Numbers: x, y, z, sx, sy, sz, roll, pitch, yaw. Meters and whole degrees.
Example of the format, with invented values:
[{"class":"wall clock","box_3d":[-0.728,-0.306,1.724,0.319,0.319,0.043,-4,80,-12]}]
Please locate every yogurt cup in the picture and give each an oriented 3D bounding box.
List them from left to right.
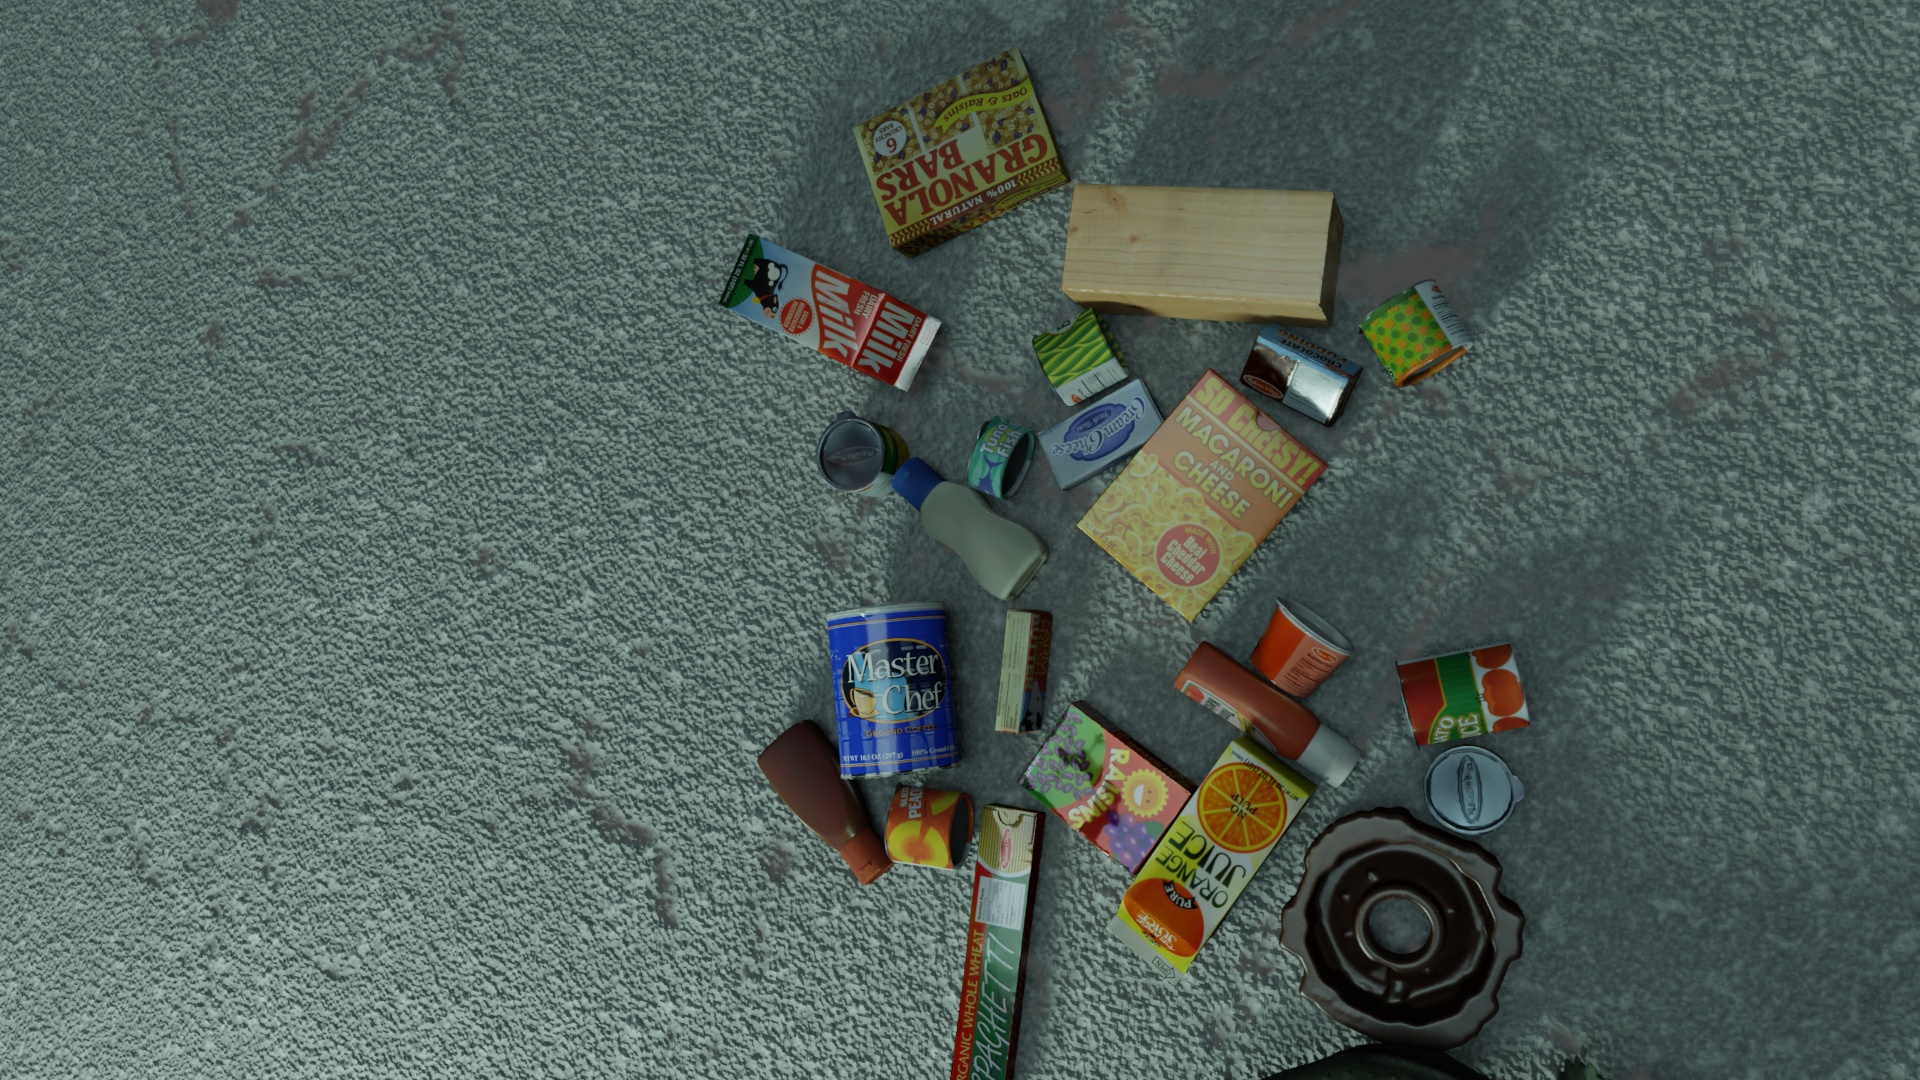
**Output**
[{"class":"yogurt cup","box_3d":[0.264,0.086,1.086,0.072,0.072,0.053,38,107,19]}]

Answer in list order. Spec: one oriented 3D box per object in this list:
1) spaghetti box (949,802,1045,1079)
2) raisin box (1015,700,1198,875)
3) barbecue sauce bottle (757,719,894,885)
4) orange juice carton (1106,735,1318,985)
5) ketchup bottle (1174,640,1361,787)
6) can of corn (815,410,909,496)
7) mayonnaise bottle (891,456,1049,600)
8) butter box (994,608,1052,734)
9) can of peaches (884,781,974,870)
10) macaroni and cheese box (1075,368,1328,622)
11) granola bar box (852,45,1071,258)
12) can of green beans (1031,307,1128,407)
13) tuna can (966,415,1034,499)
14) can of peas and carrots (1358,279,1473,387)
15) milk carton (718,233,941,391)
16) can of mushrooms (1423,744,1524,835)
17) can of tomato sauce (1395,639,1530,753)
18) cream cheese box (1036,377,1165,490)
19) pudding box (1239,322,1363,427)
[{"class":"spaghetti box","box_3d":[0.030,0.348,1.168,0.050,0.029,0.250,6,88,20]},{"class":"raisin box","box_3d":[0.121,0.202,1.142,0.123,0.040,0.086,36,97,20]},{"class":"barbecue sauce bottle","box_3d":[-0.114,0.233,1.223,0.064,0.044,0.149,-43,74,13]},{"class":"orange juice carton","box_3d":[0.194,0.252,1.092,0.072,0.073,0.192,36,98,19]},{"class":"ketchup bottle","box_3d":[0.242,0.137,1.093,0.149,0.064,0.043,33,79,11]},{"class":"can of corn","box_3d":[-0.086,-0.076,1.230,0.071,0.058,0.071,-2,85,20]},{"class":"mayonnaise bottle","box_3d":[0.004,-0.015,1.202,0.148,0.041,0.064,41,98,19]},{"class":"butter box","box_3d":[0.054,0.109,1.166,0.024,0.053,0.103,5,87,23]},{"class":"can of peaches","box_3d":[-0.025,0.241,1.176,0.058,0.071,0.071,4,87,20]},{"class":"macaroni and cheese box","box_3d":[0.194,-0.037,1.121,0.124,0.040,0.166,40,100,5]},{"class":"granola bar box","box_3d":[0.001,-0.342,1.230,0.165,0.039,0.124,-22,78,17]},{"class":"can of green beans","box_3d":[0.101,-0.154,1.164,0.057,0.071,0.071,-27,77,16]},{"class":"tuna can","box_3d":[0.035,-0.071,1.179,0.033,0.071,0.071,22,94,19]},{"class":"can of peas and carrots","box_3d":[0.350,-0.158,1.074,0.071,0.071,0.059,-32,76,15]},{"class":"milk carton","box_3d":[-0.111,-0.201,1.241,0.191,0.073,0.072,28,95,20]},{"class":"can of mushrooms","box_3d":[0.387,0.187,1.048,0.071,0.033,0.071,-2,84,20]},{"class":"can of tomato sauce","box_3d":[0.376,0.116,1.040,0.083,0.071,0.071,-14,81,18]},{"class":"cream cheese box","box_3d":[0.121,-0.089,1.173,0.103,0.024,0.053,-29,78,16]},{"class":"pudding box","box_3d":[0.271,-0.133,1.108,0.084,0.030,0.049,31,133,20]}]
